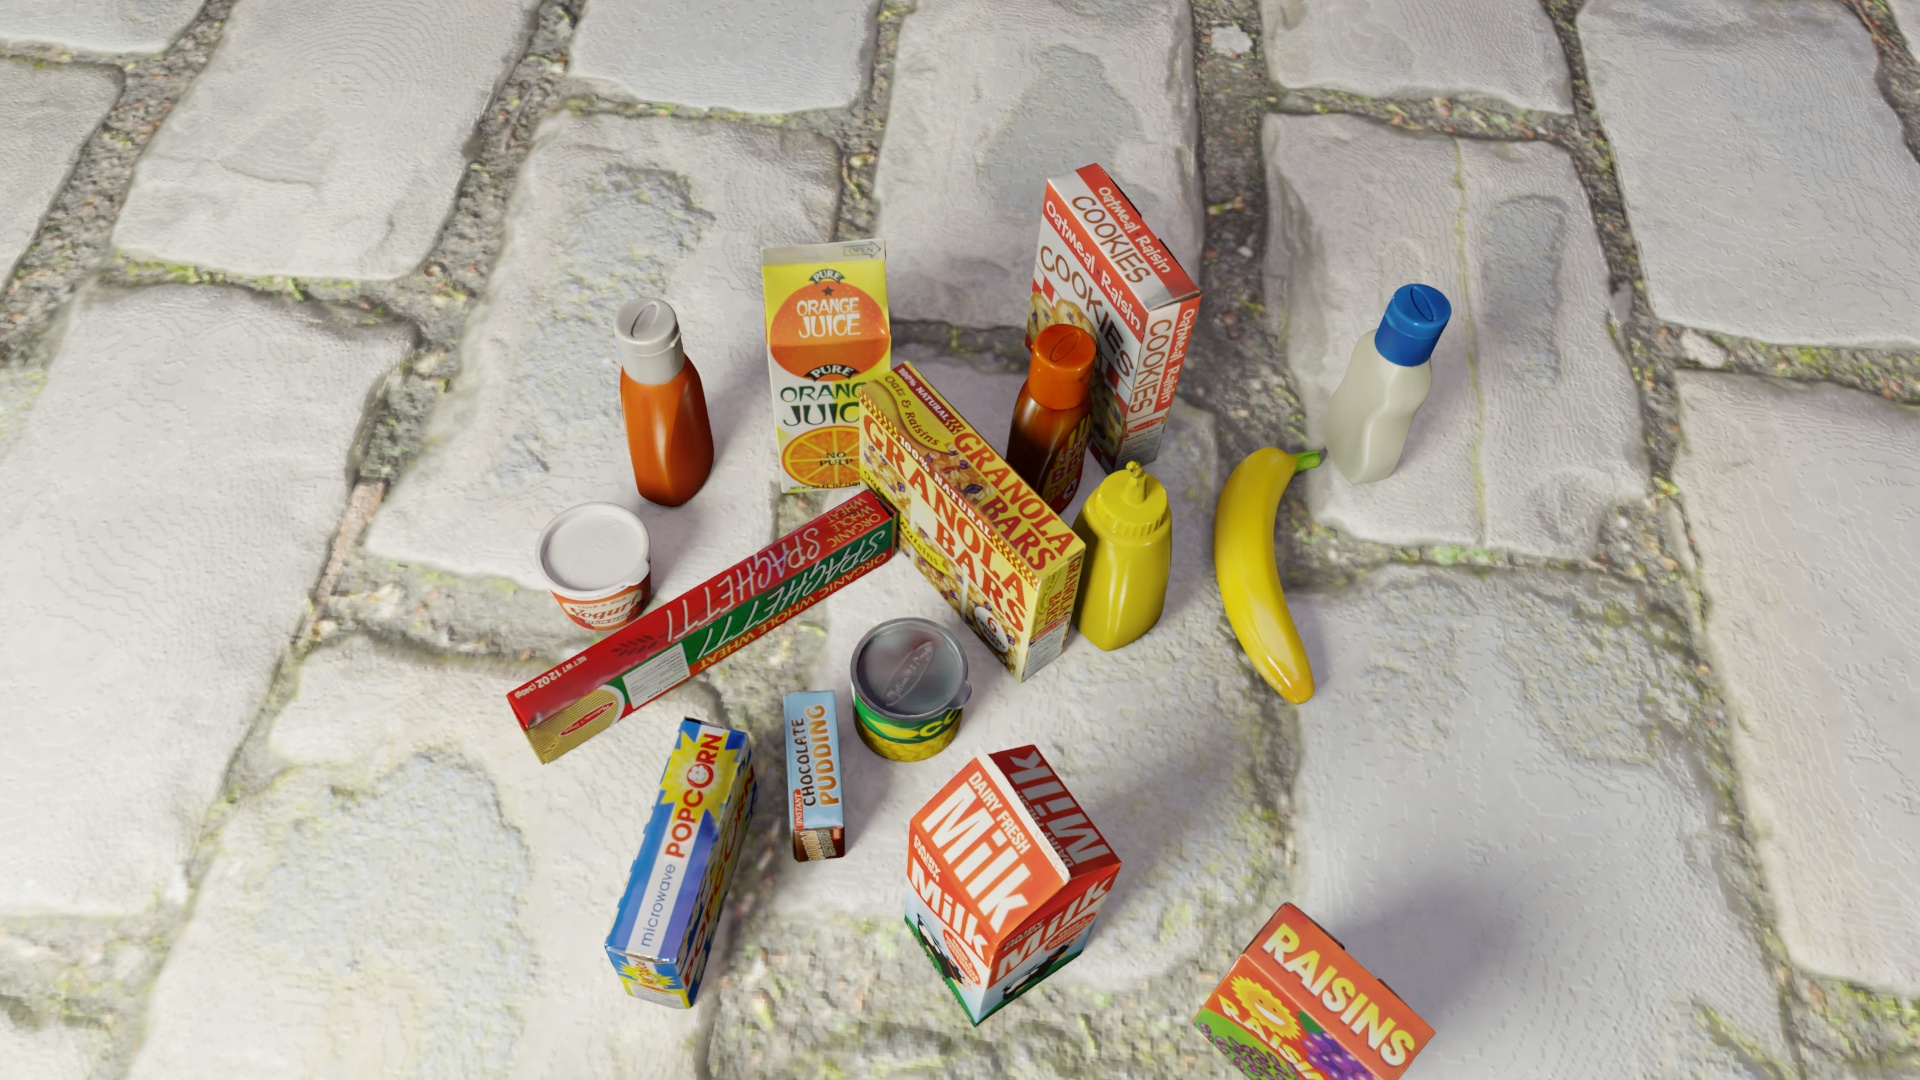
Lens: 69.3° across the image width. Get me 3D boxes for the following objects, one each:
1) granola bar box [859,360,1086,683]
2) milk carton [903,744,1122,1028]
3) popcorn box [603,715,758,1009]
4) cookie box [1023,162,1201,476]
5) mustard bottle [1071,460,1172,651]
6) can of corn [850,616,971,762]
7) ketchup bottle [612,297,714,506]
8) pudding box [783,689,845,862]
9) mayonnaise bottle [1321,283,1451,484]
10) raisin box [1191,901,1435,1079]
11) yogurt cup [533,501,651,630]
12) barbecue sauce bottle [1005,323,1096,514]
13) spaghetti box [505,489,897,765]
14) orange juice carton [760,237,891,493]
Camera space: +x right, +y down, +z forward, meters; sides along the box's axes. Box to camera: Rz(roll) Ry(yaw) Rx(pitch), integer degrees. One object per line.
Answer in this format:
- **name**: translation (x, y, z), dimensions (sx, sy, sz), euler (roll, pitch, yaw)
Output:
- **granola bar box**: translation (0.003, -0.010, 0.829), dimensions (0.039, 0.123, 0.166), euler (-32, 64, -22)
- **milk carton**: translation (0.022, 0.165, 0.674), dimensions (0.074, 0.189, 0.072), euler (-28, 63, -20)
- **popcorn box**: translation (-0.143, 0.169, 0.724), dimensions (0.038, 0.084, 0.127), euler (11, 57, 4)
- **cookie box**: translation (0.093, -0.138, 0.893), dimensions (0.040, 0.166, 0.123), euler (-22, 61, -17)
- **mustard bottle**: translation (0.094, 0.003, 0.803), dimensions (0.049, 0.159, 0.065), euler (-26, 62, -19)
- **can of corn**: translation (-0.028, 0.088, 0.801), dimensions (0.071, 0.058, 0.071), euler (2, 57, -2)
- **ketchup bottle**: translation (-0.183, -0.086, 0.853), dimensions (0.043, 0.148, 0.065), euler (16, 57, 7)
- **pudding box**: translation (-0.082, 0.130, 0.775), dimensions (0.030, 0.049, 0.084), euler (-4, 57, -6)
- **mayonnaise bottle**: translation (0.273, -0.101, 0.891), dimensions (0.041, 0.147, 0.065), euler (-9, 58, -9)
- **raisin box**: translation (0.167, 0.236, 0.676), dimensions (0.040, 0.122, 0.086), euler (-39, 67, -24)
- **yogurt cup**: translation (-0.218, 0.018, 0.838), dimensions (0.072, 0.053, 0.073), euler (2, 57, -2)
- **barbecue sauce bottle**: translation (0.056, -0.072, 0.858), dimensions (0.044, 0.147, 0.065), euler (33, 61, 17)
- **spaghetti box**: translation (-0.146, 0.048, 0.825), dimensions (0.251, 0.050, 0.029), euler (-31, 64, -22)
- **orange juice carton**: translation (-0.081, -0.113, 0.851), dimensions (0.072, 0.191, 0.073), euler (-4, 57, -6)
